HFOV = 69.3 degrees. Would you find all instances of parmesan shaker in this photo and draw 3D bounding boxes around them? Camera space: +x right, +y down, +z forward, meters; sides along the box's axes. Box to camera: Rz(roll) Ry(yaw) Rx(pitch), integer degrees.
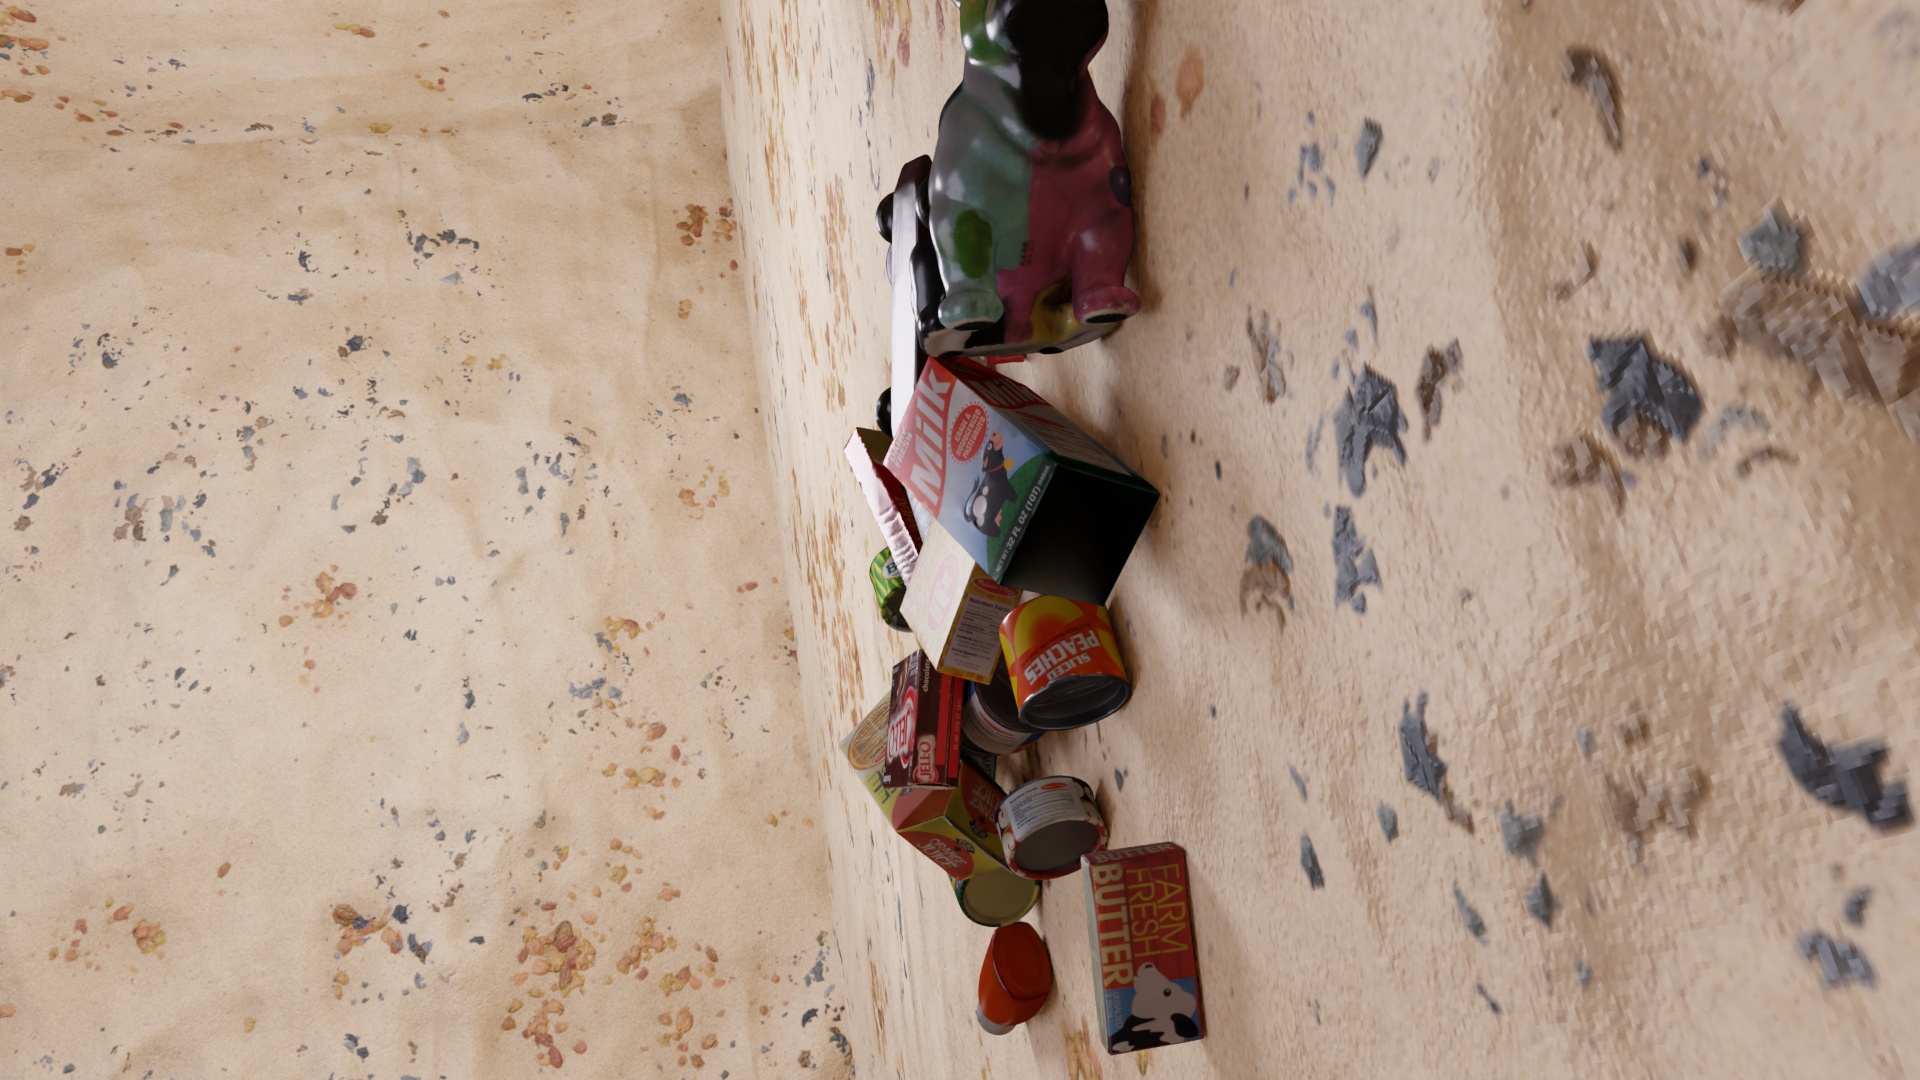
[{"bbox_3d":[0.019,0.244,1.091,0.103,0.071,0.071,-124,30,-65],"label":"parmesan shaker"}]

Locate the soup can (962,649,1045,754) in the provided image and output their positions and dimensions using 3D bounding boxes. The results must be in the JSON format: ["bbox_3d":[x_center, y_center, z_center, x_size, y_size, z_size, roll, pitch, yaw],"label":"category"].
[{"bbox_3d":[0.037,0.103,0.936,0.083,0.071,0.071,115,147,-69],"label":"soup can"}]

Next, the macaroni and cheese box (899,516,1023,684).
[{"bbox_3d":[0.015,-0.007,0.895,0.124,0.040,0.166,-133,61,-70],"label":"macaroni and cheese box"}]

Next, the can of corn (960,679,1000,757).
[{"bbox_3d":[0.011,0.125,1.048,0.058,0.071,0.071,-152,57,-77],"label":"can of corn"}]

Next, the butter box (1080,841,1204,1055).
[{"bbox_3d":[0.096,0.216,0.739,0.024,0.053,0.103,164,100,-81],"label":"butter box"}]

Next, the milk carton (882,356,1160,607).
[{"bbox_3d":[0.020,-0.044,0.773,0.191,0.073,0.072,47,118,50],"label":"milk carton"}]

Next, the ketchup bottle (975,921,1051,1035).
[{"bbox_3d":[0.038,0.357,1.108,0.148,0.043,0.065,101,156,-55],"label":"ketchup bottle"}]

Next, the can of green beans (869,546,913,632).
[{"bbox_3d":[-0.048,0.044,1.298,0.058,0.071,0.071,-112,19,-50],"label":"can of green beans"}]

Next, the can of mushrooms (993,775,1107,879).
[{"bbox_3d":[0.058,0.183,0.875,0.033,0.071,0.070,-110,18,-46],"label":"can of mushrooms"}]

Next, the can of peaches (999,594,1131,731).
[{"bbox_3d":[0.059,0.068,0.801,0.071,0.071,0.058,101,160,-55],"label":"can of peaches"}]

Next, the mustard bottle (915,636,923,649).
[{"bbox_3d":[-0.013,0.025,1.167,0.065,0.049,0.159,-111,20,-50],"label":"mustard bottle"}]

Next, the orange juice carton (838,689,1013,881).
[{"bbox_3d":[-0.020,0.190,1.063,0.071,0.073,0.193,45,177,-28],"label":"orange juice carton"}]

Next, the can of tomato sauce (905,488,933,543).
[{"bbox_3d":[0.004,-0.013,1.022,0.070,0.071,0.083,101,155,-54],"label":"can of tomato sauce"}]

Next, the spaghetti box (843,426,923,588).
[{"bbox_3d":[-0.029,0.000,1.083,0.028,0.050,0.251,-59,40,31],"label":"spaghetti box"}]

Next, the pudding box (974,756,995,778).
[{"bbox_3d":[0.010,0.168,1.177,0.050,0.030,0.083,-113,21,-50],"label":"pudding box"}]

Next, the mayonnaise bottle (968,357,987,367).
[{"bbox_3d":[-0.003,-0.106,1.023,0.041,0.065,0.149,78,179,-48],"label":"mayonnaise bottle"}]

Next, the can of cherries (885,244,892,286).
[{"bbox_3d":[-0.016,-0.205,1.028,0.058,0.071,0.071,-162,66,-76],"label":"can of cherries"}]
